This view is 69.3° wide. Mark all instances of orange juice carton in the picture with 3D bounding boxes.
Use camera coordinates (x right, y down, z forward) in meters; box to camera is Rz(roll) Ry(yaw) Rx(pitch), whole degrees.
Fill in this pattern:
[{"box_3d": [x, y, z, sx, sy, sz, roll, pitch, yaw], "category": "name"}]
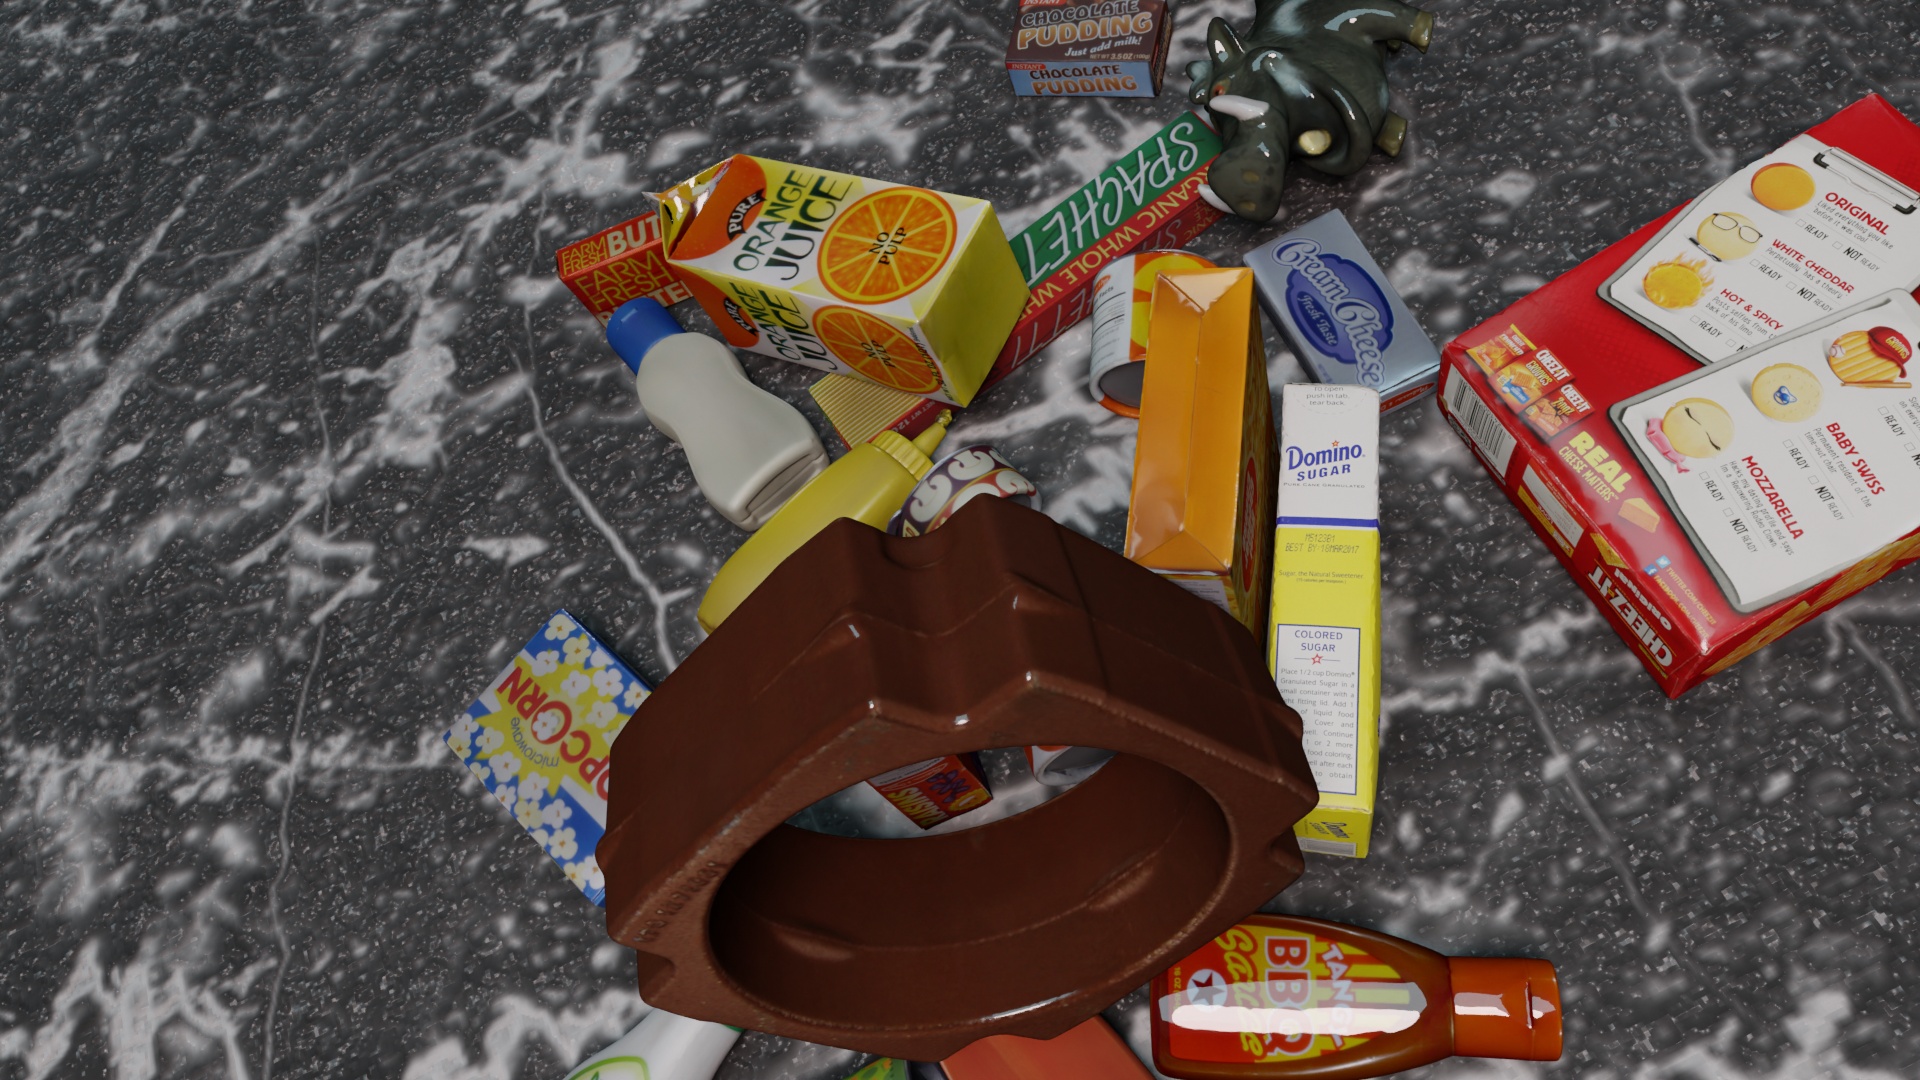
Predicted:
[{"box_3d": [-0.071, -0.134, 0.689, 0.193, 0.071, 0.073, 18, 69, 28], "category": "orange juice carton"}]

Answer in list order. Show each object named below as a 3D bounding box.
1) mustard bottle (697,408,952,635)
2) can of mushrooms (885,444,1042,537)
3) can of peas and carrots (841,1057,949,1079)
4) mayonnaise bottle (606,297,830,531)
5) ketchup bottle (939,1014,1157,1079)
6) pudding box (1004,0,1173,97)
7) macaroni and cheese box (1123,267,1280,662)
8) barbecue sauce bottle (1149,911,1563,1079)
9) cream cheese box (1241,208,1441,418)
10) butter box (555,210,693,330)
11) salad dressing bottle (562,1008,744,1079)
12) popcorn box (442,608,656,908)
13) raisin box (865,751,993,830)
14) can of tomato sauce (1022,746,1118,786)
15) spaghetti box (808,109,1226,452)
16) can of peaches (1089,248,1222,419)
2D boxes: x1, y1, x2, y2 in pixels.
[{"box_3d": [-0.054, -0.005, 0.662, 0.049, 0.065, 0.160, 35, 76, 24], "category": "mustard bottle"}, {"box_3d": [0.002, -0.008, 0.644, 0.071, 0.071, 0.033, -43, 64, -5], "category": "can of mushrooms"}, {"box_3d": [-0.030, 0.239, 0.545, 0.059, 0.070, 0.071, -29, 62, 3], "category": "can of peas and carrots"}, {"box_3d": [-0.133, -0.073, 0.727, 0.065, 0.041, 0.148, -41, 61, -6], "category": "mayonnaise bottle"}, {"box_3d": [0.014, 0.193, 0.564, 0.065, 0.043, 0.149, -42, 62, -9], "category": "ketchup bottle"}, {"box_3d": [0.071, -0.273, 0.764, 0.084, 0.030, 0.050, 7, 68, 18], "category": "pudding box"}, {"box_3d": [0.102, -0.013, 0.562, 0.040, 0.166, 0.124, 2, 67, 17], "category": "macaroni and cheese box"}, {"box_3d": [0.149, 0.177, 0.533, 0.148, 0.043, 0.065, -2, 65, 14], "category": "barbecue sauce bottle"}, {"box_3d": [0.181, -0.106, 0.661, 0.053, 0.024, 0.104, -26, 62, 3], "category": "cream cheese box"}, {"box_3d": [-0.164, -0.155, 0.765, 0.103, 0.053, 0.024, -20, 61, 6], "category": "butter box"}, {"box_3d": [-0.129, 0.228, 0.589, 0.064, 0.044, 0.148, 32, 78, 27], "category": "salad dressing bottle"}, {"box_3d": [-0.175, 0.103, 0.661, 0.127, 0.038, 0.085, 37, 79, 27], "category": "popcorn box"}, {"box_3d": [-0.028, 0.065, 0.588, 0.040, 0.123, 0.086, -23, 63, 4], "category": "raisin box"}, {"box_3d": [0.049, 0.054, 0.602, 0.071, 0.071, 0.083, -24, 63, 5], "category": "can of tomato sauce"}, {"box_3d": [0.037, -0.128, 0.710, 0.250, 0.028, 0.050, -37, 62, -2], "category": "spaghetti box"}, {"box_3d": [0.097, -0.095, 0.658, 0.071, 0.071, 0.058, -1, 67, 16], "category": "can of peaches"}]
